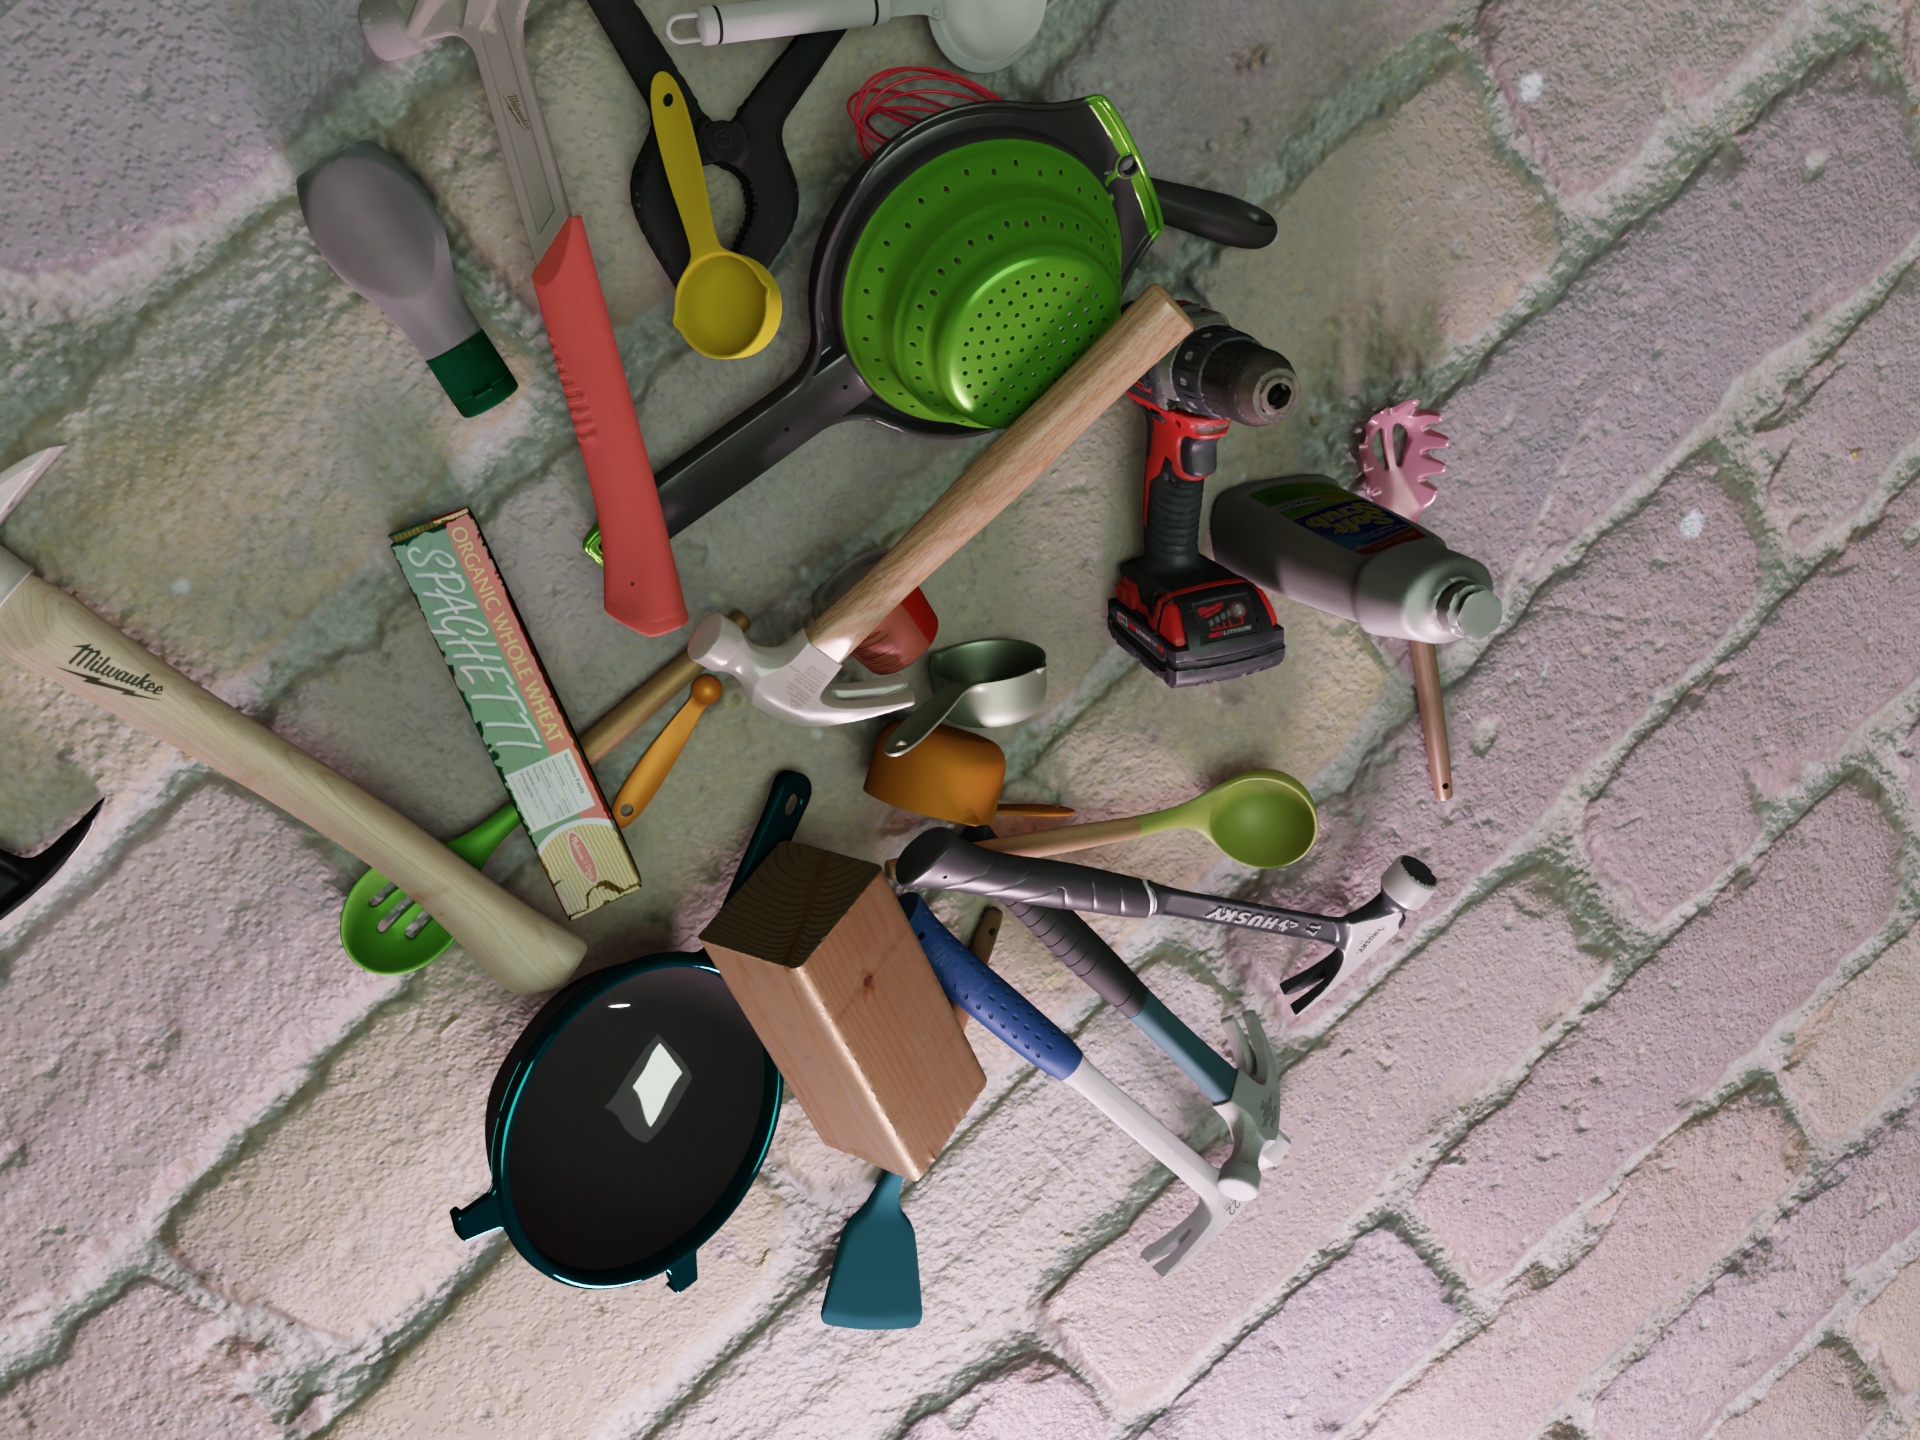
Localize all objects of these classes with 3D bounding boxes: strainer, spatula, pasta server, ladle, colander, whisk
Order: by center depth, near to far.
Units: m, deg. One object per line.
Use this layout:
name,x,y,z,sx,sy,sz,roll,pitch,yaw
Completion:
strainer,-0.038,-0.392,0.876,0.258,0.050,0.086,-17,129,-21
colander,-0.043,-0.187,0.908,0.397,0.095,0.204,-35,137,5
whisk,0.068,-0.325,0.951,0.295,0.073,0.073,6,106,-26
strainer,-0.195,0.182,1.018,0.210,0.095,0.340,36,71,-44
ladle,0.102,0.083,1.075,0.320,0.062,0.078,-8,126,-25
spatula,-0.022,0.282,1.129,0.082,0.044,0.317,14,101,-27
pasta server,0.328,-0.078,1.133,0.060,0.040,0.316,-16,114,0

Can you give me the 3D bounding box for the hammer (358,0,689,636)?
hammer,-0.200,-0.222,0.862,0.149,0.037,0.359,-10,108,10

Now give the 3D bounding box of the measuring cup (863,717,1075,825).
measuring cup,0.017,0.034,1.050,0.173,0.095,0.052,7,100,-40

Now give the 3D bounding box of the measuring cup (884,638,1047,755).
measuring cup,-0.002,-0.003,0.988,0.167,0.083,0.038,-44,134,-52

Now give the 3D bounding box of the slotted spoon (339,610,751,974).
slotted spoon,-0.251,0.039,0.979,0.314,0.031,0.070,-41,113,-4

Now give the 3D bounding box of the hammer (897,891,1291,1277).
hammer,0.082,0.258,1.142,0.144,0.035,0.405,-50,118,-7

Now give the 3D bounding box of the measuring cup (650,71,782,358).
measuring cup,-0.137,-0.274,0.866,0.062,0.029,0.156,-14,93,23

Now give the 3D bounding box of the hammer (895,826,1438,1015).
hammer,0.138,0.126,1.085,0.408,0.036,0.149,13,125,-30

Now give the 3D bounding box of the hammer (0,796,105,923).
hammer,-0.620,-0.019,0.828,0.127,0.034,0.336,-40,115,-2

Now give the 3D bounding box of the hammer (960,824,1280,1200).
hammer,0.115,0.191,1.123,0.330,0.128,0.033,45,134,-18

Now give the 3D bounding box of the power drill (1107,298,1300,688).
power drill,0.149,-0.137,0.972,0.080,0.188,0.226,-13,115,-15

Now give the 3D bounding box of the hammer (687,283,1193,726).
hammer,0.002,-0.116,0.905,0.331,0.031,0.129,-42,130,16

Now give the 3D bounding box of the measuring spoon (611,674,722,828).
measuring spoon,-0.186,0.021,1.003,0.021,0.011,0.117,32,95,-25

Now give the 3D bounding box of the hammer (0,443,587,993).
hammer,-0.381,0.022,0.902,0.410,0.038,0.146,38,91,-20
